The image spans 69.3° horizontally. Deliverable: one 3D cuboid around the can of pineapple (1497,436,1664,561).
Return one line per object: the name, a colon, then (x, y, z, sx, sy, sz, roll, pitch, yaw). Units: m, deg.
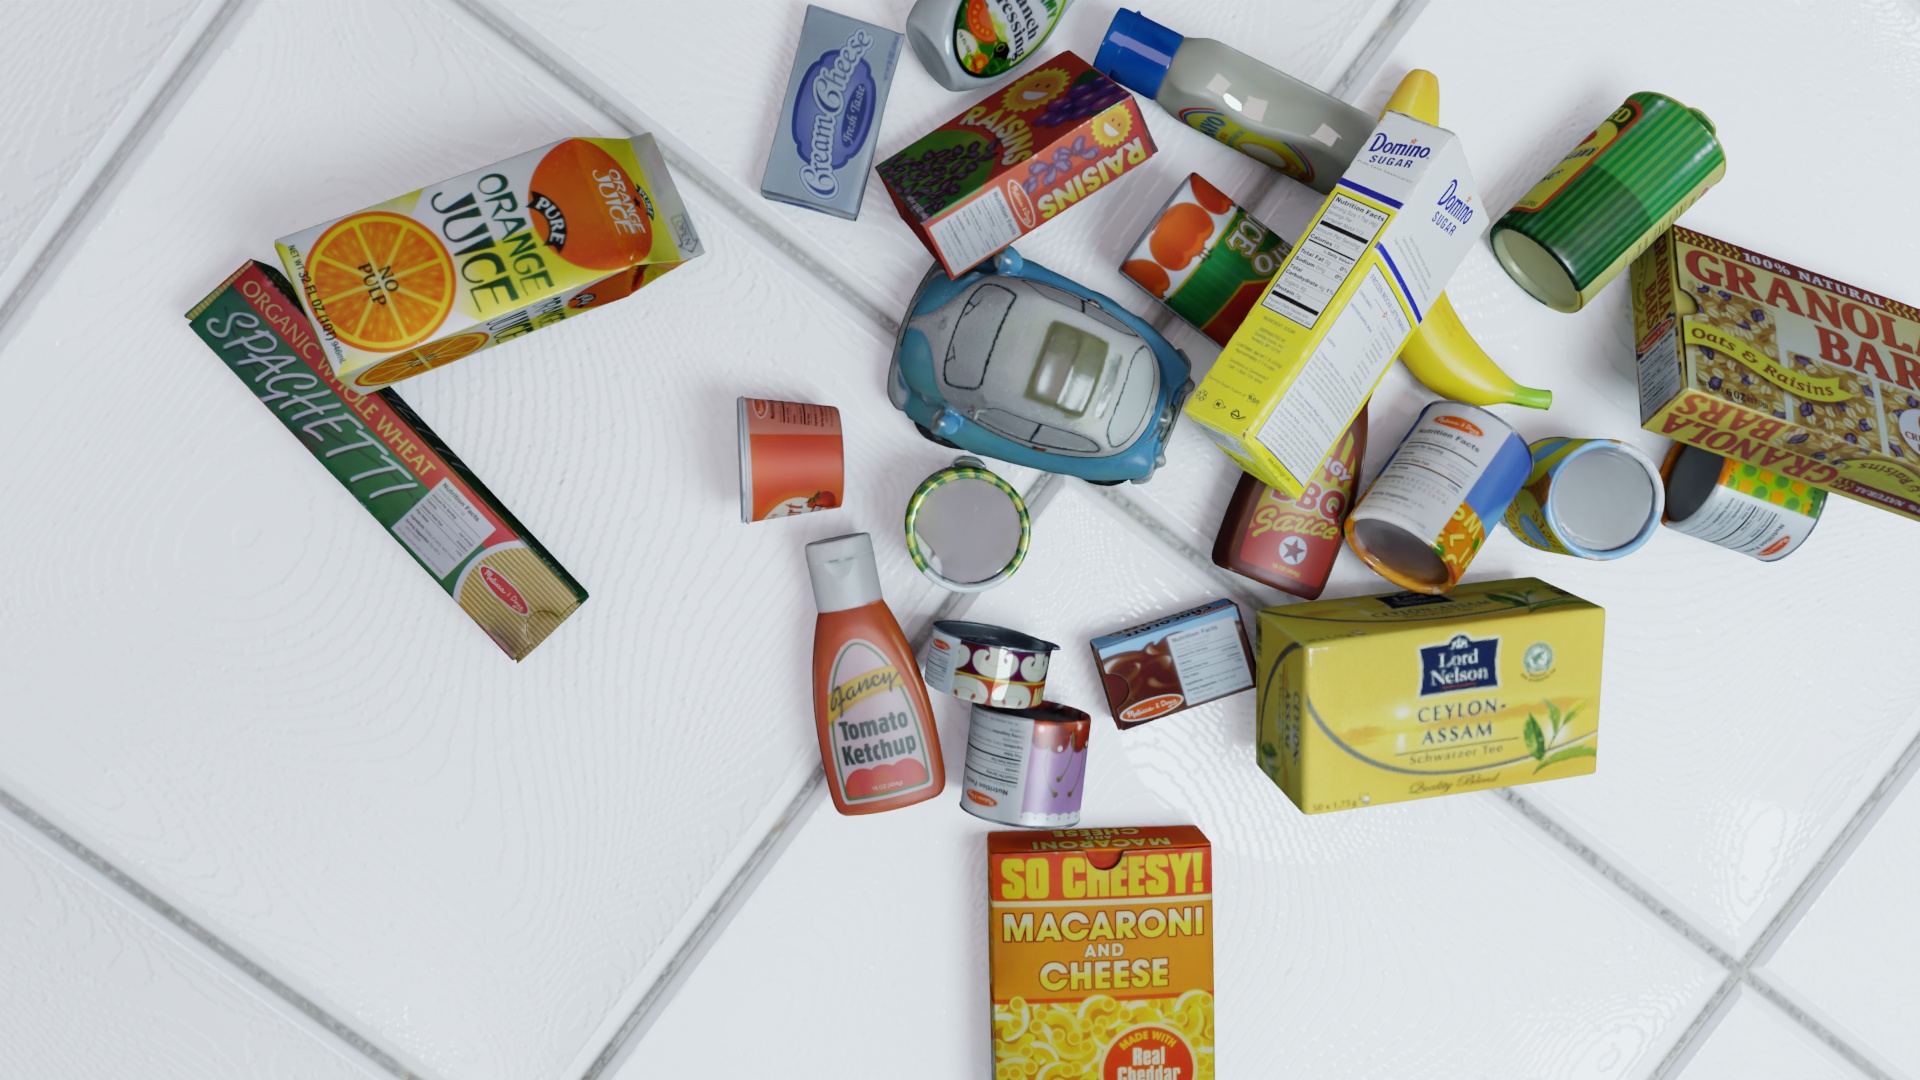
can of pineapple: (0.337, -0.022, 0.760, 0.071, 0.058, 0.071, 0, 94, -2)

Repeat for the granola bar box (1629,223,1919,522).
granola bar box: (0.446, -0.091, 0.738, 0.166, 0.038, 0.125, 18, 56, -4)

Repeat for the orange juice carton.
orange juice carton: (-0.234, -0.146, 0.710, 0.193, 0.073, 0.071, -24, 94, -13)

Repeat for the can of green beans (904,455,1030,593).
can of green beans: (0.003, -0.007, 0.746, 0.071, 0.058, 0.071, 0, 94, -3)

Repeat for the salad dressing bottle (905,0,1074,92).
salad dressing bottle: (0.041, -0.297, 0.733, 0.148, 0.044, 0.064, -38, 132, -6)

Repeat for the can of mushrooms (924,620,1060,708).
can of mushrooms: (0.017, 0.066, 0.747, 0.071, 0.071, 0.033, 11, 94, -3)

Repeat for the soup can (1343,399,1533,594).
soup can: (0.255, -0.021, 0.742, 0.071, 0.071, 0.084, 41, 73, -4)

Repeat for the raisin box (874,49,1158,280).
raisin box: (0.027, -0.196, 0.720, 0.123, 0.086, 0.040, -32, 129, 0)

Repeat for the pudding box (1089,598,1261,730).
pudding box: (0.118, 0.068, 0.770, 0.084, 0.030, 0.049, -18, 96, -1)

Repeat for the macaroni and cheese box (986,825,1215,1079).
macaroni and cheese box: (0.078, 0.247, 0.774, 0.124, 0.040, 0.166, -2, 94, -3)

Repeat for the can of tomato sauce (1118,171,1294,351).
can of tomato sauce: (0.137, -0.146, 0.738, 0.083, 0.071, 0.071, 36, 92, -4)

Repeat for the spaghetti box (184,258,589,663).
spaghetti box: (-0.304, -0.042, 0.744, 0.050, 0.029, 0.250, -43, 94, 1)

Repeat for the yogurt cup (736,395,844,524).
yogurt cup: (-0.091, -0.043, 0.738, 0.054, 0.072, 0.072, -3, 94, -10)

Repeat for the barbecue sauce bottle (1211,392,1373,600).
barbecue sauce bottle: (0.192, -0.046, 0.759, 0.065, 0.044, 0.148, 21, 92, -11)

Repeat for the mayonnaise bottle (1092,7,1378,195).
mayonnaise bottle: (0.143, -0.234, 0.738, 0.148, 0.065, 0.041, 26, 90, 0)

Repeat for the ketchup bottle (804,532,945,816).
ketchup bottle: (-0.052, 0.071, 0.756, 0.065, 0.043, 0.148, -12, 94, -1)

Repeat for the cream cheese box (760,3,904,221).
cream cheese box: (-0.068, -0.228, 0.746, 0.053, 0.024, 0.103, 15, 93, -3)

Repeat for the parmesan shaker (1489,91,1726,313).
parmesan shaker: (0.345, -0.181, 0.743, 0.103, 0.071, 0.071, -43, 95, 1)

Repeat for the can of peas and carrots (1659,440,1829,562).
can of peas and carrots: (0.426, -0.030, 0.761, 0.059, 0.071, 0.071, 19, 93, -3)

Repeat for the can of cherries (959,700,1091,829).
can of cherries: (0.037, 0.119, 0.754, 0.071, 0.071, 0.058, 6, 93, -3)
